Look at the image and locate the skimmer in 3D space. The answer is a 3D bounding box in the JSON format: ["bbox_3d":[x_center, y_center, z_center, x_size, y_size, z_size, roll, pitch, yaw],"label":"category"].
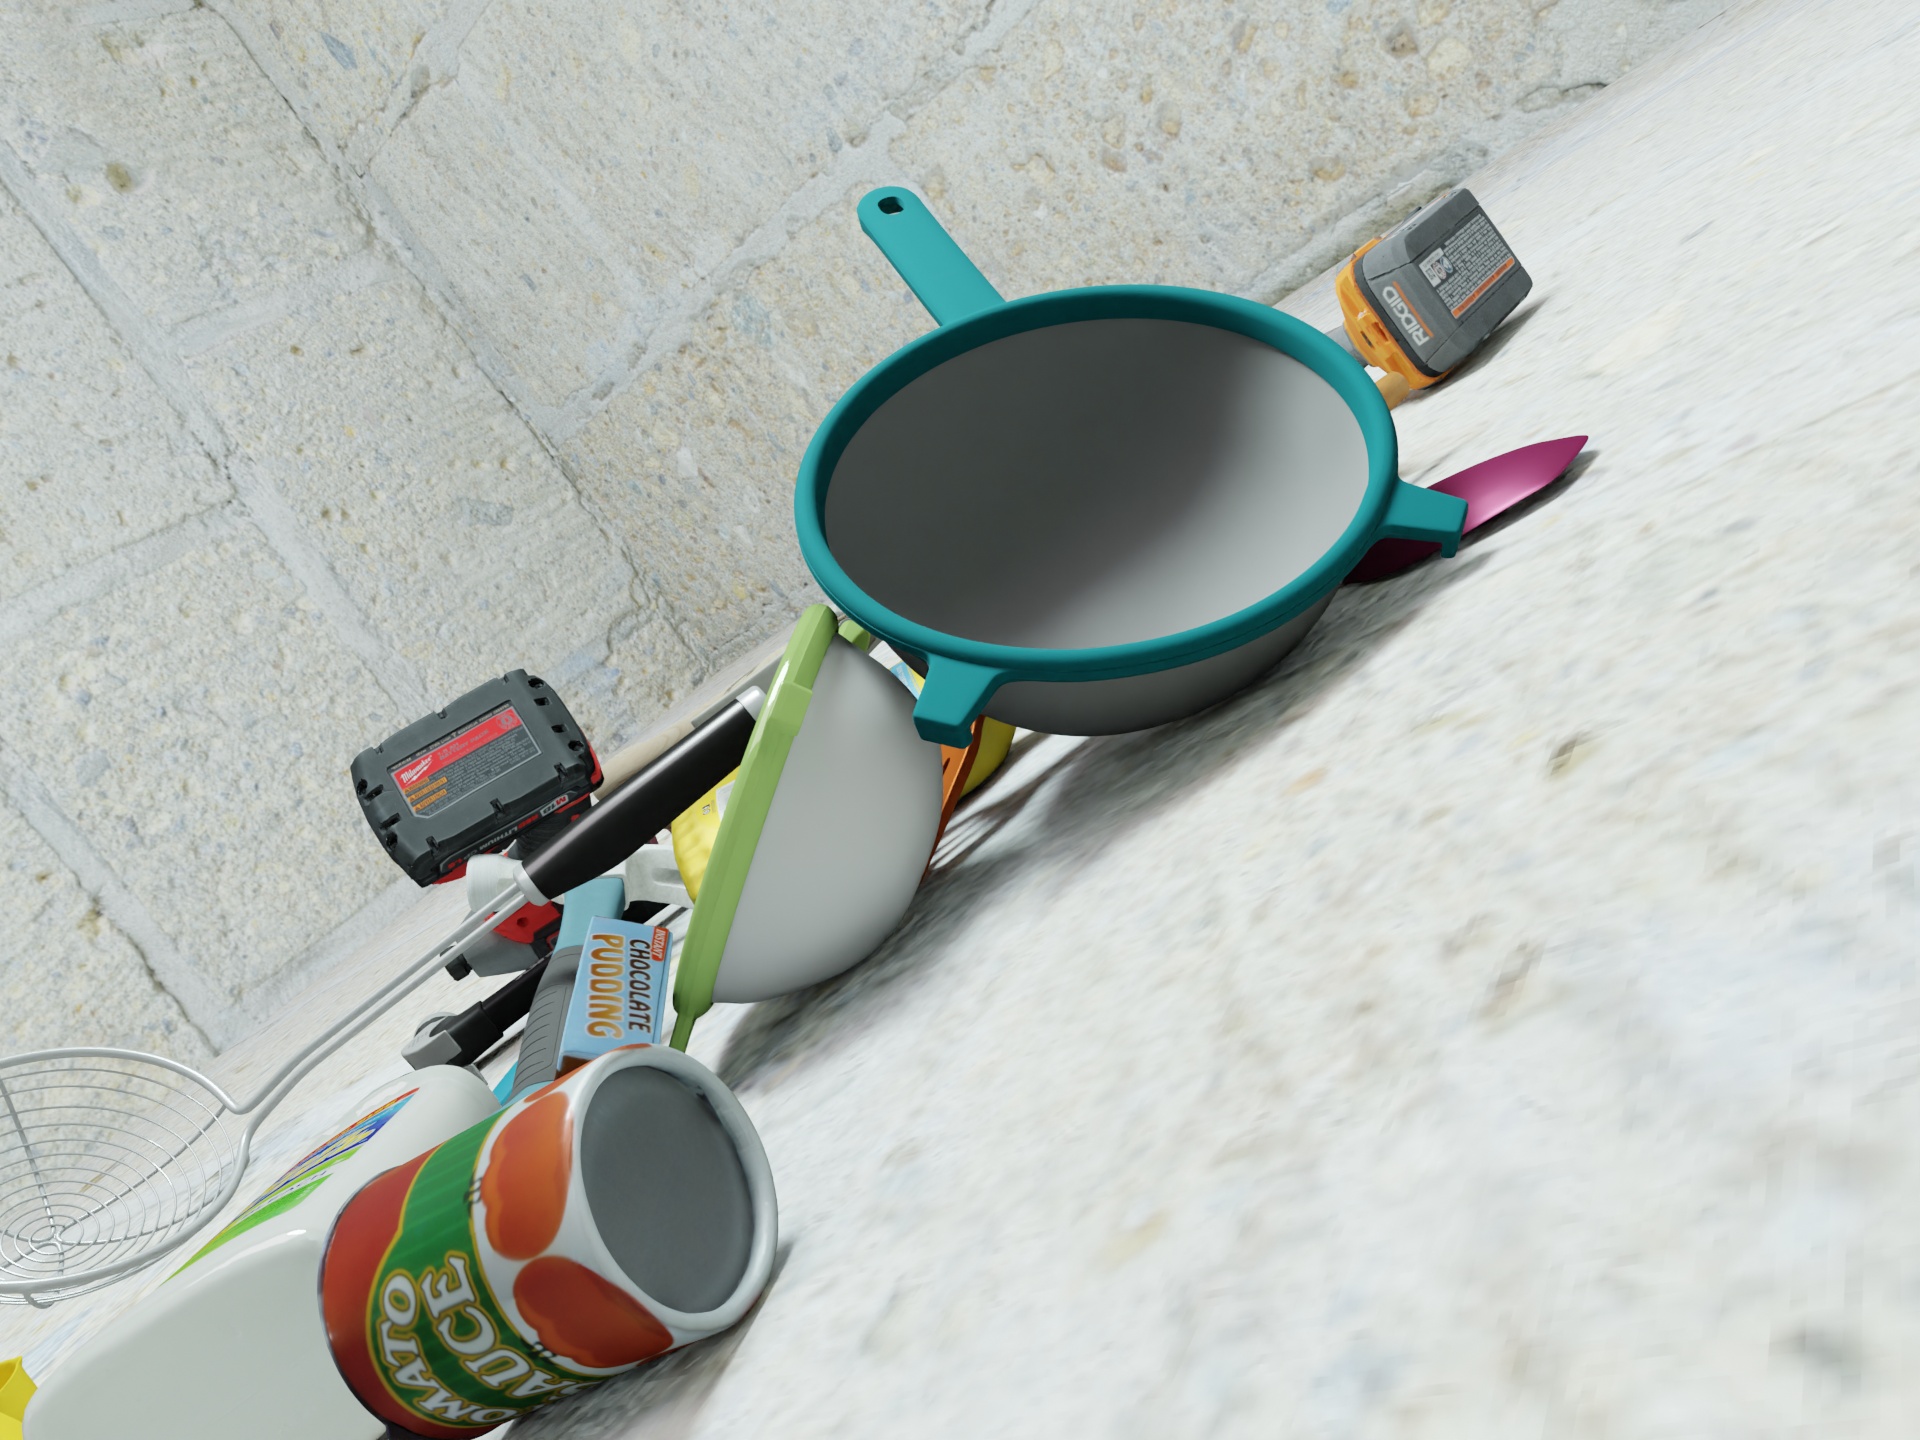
[{"bbox_3d":[-0.229,0.085,0.607,0.363,0.090,0.127,-38,43,-10],"label":"skimmer"}]

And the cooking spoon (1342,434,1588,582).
[{"bbox_3d":[0.117,-0.054,0.660,0.069,0.017,0.319,-42,12,-35],"label":"cooking spoon"}]

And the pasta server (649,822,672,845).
[{"bbox_3d":[-0.193,0.069,1.050,0.060,0.040,0.316,-36,5,-14],"label":"pasta server"}]

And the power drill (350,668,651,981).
[{"bbox_3d":[-0.257,0.076,0.914,0.143,0.079,0.219,-31,-25,-14],"label":"power drill"}]

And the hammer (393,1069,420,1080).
[{"bbox_3d":[-0.281,0.229,0.601,0.149,0.036,0.409,-33,9,9],"label":"hammer"}]

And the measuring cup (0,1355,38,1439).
[{"bbox_3d":[-0.424,0.324,0.704,0.156,0.029,0.062,-8,26,46],"label":"measuring cup"}]

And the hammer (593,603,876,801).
[{"bbox_3d":[-0.168,0.010,0.996,0.146,0.038,0.410,-43,9,-30],"label":"hammer"}]

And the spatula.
[{"bbox_3d":[0.075,-0.042,0.656,0.322,0.041,0.081,-39,12,-14],"label":"spatula"}]

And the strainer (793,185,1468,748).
[{"bbox_3d":[0.028,-0.105,0.631,0.211,0.095,0.341,-21,46,-8],"label":"strainer"}]

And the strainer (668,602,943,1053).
[{"bbox_3d":[-0.040,0.020,0.604,0.256,0.069,0.151,-75,4,-67],"label":"strainer"}]

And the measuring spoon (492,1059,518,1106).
[{"bbox_3d":[-0.221,0.172,0.714,0.042,0.021,0.129,-32,11,20],"label":"measuring spoon"}]

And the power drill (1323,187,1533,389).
[{"bbox_3d":[0.221,-0.217,0.956,0.226,0.084,0.164,-31,8,49],"label":"power drill"}]

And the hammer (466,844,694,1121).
[{"bbox_3d":[-0.163,0.109,0.674,0.128,0.033,0.331,-4,12,-9],"label":"hammer"}]

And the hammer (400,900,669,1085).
[{"bbox_3d":[-0.165,0.093,0.897,0.335,0.035,0.146,-37,8,-16],"label":"hammer"}]

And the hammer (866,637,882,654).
[{"bbox_3d":[-0.013,-0.044,0.914,0.130,0.031,0.331,-28,17,6],"label":"hammer"}]
